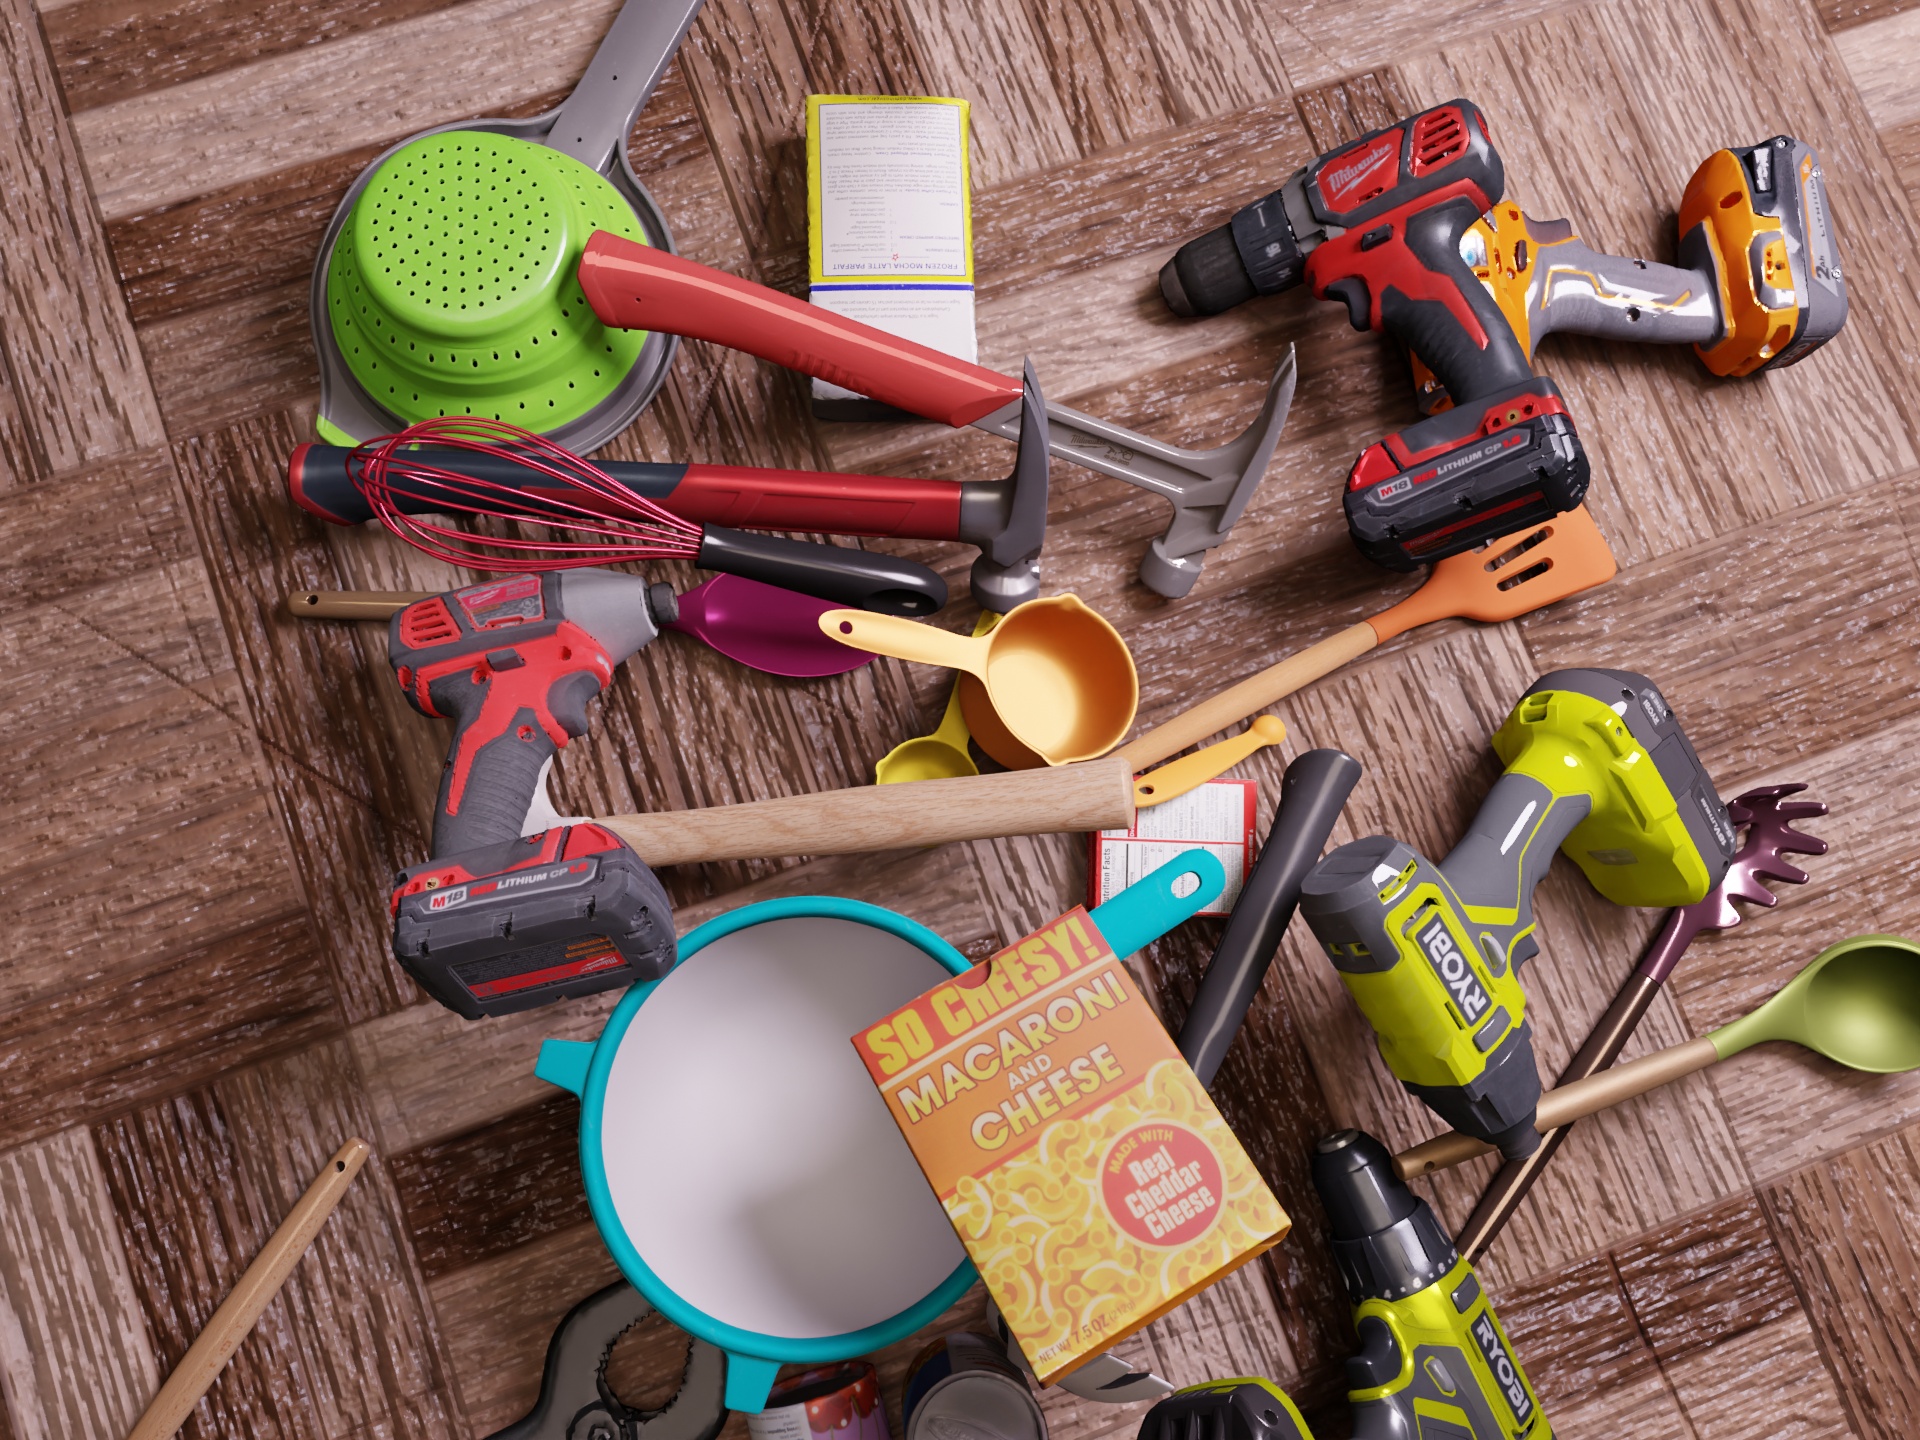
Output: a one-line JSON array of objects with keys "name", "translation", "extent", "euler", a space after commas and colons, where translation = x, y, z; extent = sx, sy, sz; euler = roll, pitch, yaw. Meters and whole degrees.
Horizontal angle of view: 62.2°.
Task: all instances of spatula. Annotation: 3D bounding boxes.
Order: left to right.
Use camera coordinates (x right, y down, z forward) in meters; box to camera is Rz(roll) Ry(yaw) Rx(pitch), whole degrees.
[{"name": "spatula", "translation": [-0.386, 0.339, 0.758], "extent": [0.082, 0.044, 0.317], "euler": [32, 79, 5]}, {"name": "spatula", "translation": [0.203, -0.040, 0.853], "extent": [0.322, 0.041, 0.081], "euler": [-27, 78, -15]}]

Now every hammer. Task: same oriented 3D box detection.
[{"name": "hammer", "translation": [-0.148, -0.127, 0.805], "extent": [0.386, 0.143, 0.038], "euler": [4, 48, 1]}, {"name": "hammer", "translation": [-0.078, 0.055, 0.797], "extent": [0.331, 0.031, 0.130], "euler": [-6, 83, 10]}, {"name": "hammer", "translation": [-0.016, -0.181, 0.812], "extent": [0.359, 0.149, 0.037], "euler": [19, 37, -7]}, {"name": "hammer", "translation": [0.116, 0.164, 0.770], "extent": [0.035, 0.146, 0.335], "euler": [30, 78, -13]}]

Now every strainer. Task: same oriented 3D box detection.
[{"name": "strainer", "translation": [-0.020, 0.162, 0.789], "extent": [0.340, 0.095, 0.211], "euler": [-31, 85, -11]}]

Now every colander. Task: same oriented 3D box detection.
[{"name": "colander", "translation": [-0.217, -0.311, 0.853], "extent": [0.204, 0.094, 0.397], "euler": [26, 80, 1]}]

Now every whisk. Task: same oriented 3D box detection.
[{"name": "whisk", "translation": [-0.146, -0.090, 0.777], "extent": [0.295, 0.073, 0.073], "euler": [11, 80, -16]}]

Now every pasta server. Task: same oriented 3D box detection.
[{"name": "pasta server", "translation": [0.355, 0.161, 0.842], "extent": [0.060, 0.040, 0.316], "euler": [41, 81, -22]}]

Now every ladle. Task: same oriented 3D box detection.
[{"name": "ladle", "translation": [0.367, 0.181, 0.809], "extent": [0.320, 0.062, 0.078], "euler": [-16, 107, -14]}]

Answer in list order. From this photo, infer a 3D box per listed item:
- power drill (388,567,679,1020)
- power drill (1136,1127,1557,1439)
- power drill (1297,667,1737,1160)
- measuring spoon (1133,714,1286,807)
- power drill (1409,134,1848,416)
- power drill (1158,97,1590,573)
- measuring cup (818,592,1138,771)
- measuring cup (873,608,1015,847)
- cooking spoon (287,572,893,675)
[{"name": "power drill", "translation": [-0.199, 0.019, 0.760], "extent": [0.143, 0.078, 0.220], "euler": [-13, 55, 0]}, {"name": "power drill", "translation": [0.181, 0.314, 0.736], "extent": [0.228, 0.080, 0.190], "euler": [-18, 80, -49]}, {"name": "power drill", "translation": [0.282, 0.091, 0.789], "extent": [0.223, 0.080, 0.171], "euler": [-39, 101, -27]}, {"name": "measuring spoon", "translation": [0.130, 0.020, 0.839], "extent": [0.117, 0.011, 0.021], "euler": [-23, 46, -31]}, {"name": "power drill", "translation": [0.359, -0.264, 0.894], "extent": [0.226, 0.084, 0.164], "euler": [-6, 81, -1]}, {"name": "power drill", "translation": [0.215, -0.196, 0.841], "extent": [0.188, 0.080, 0.227], "euler": [-21, 73, 23]}, {"name": "measuring cup", "translation": [0.004, -0.024, 0.818], "extent": [0.173, 0.052, 0.095], "euler": [13, 70, -18]}, {"name": "measuring cup", "translation": [-0.001, -0.003, 0.856], "extent": [0.062, 0.029, 0.157], "euler": [25, 68, -6]}, {"name": "cooking spoon", "translation": [-0.195, -0.059, 0.851], "extent": [0.319, 0.017, 0.069], "euler": [1, 78, -4]}]
